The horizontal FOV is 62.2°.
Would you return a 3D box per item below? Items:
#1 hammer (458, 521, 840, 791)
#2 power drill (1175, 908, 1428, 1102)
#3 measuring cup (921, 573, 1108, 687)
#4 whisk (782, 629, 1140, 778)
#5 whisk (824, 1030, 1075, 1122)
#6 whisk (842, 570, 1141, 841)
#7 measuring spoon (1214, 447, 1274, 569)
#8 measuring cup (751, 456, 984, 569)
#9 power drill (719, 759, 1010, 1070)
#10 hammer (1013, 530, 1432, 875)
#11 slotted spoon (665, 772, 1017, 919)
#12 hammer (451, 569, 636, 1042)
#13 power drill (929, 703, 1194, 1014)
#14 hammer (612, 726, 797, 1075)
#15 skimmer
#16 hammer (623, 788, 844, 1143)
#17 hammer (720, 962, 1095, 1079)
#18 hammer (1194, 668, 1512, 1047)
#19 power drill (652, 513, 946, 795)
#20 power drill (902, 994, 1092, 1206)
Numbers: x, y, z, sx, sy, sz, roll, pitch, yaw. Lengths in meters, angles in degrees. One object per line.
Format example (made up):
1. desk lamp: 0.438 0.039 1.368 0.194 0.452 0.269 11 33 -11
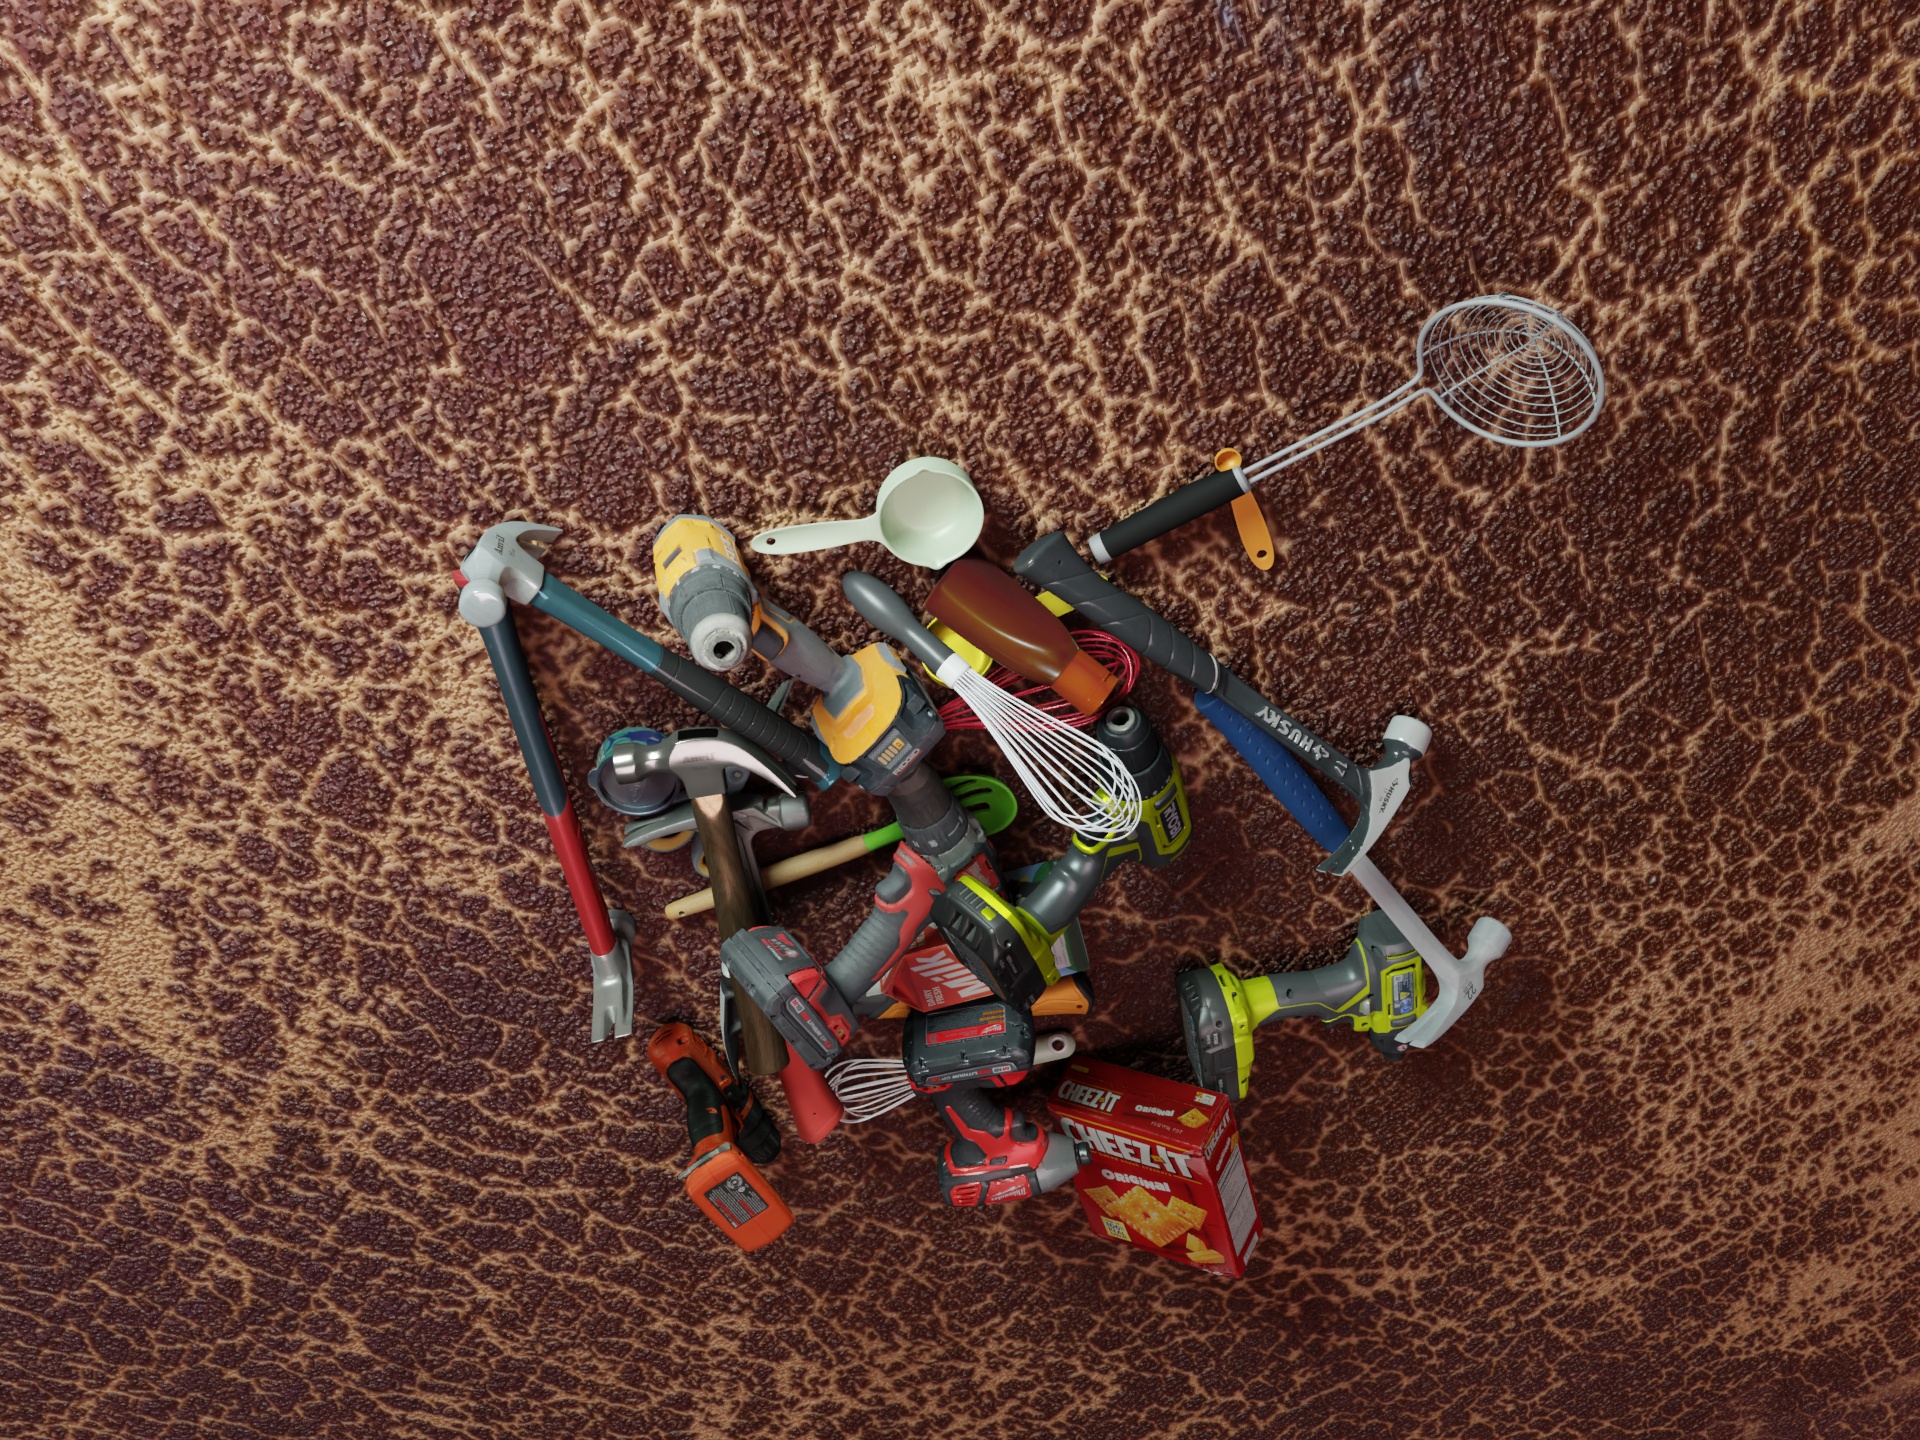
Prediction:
1. hammer: -0.210 -0.036 1.148 0.330 0.128 0.033 34 114 -30
2. power drill: 0.322 0.274 1.476 0.223 0.080 0.171 -14 125 -3
3. measuring cup: 0.042 -0.072 1.216 0.156 0.062 0.029 -25 168 -7
4. whisk: -0.002 -0.004 1.244 0.296 0.073 0.073 -17 126 11
5. whisk: -0.013 0.327 1.483 0.246 0.058 0.059 -12 160 -4
6. whisk: 0.018 -0.014 1.159 0.285 0.070 0.070 41 116 11
7. measuring spoon: 0.215 -0.159 1.197 0.021 0.011 0.116 -19 129 14
8. measuring cup: -0.068 -0.146 1.145 0.167 0.038 0.083 -9 126 0
9. power drill: -0.074 0.144 1.244 0.227 0.080 0.187 -39 135 -13
10. hammer: 0.202 -0.022 1.229 0.408 0.036 0.149 32 79 -26
11. slotted spoon: -0.103 0.109 1.324 0.314 0.031 0.070 -20 125 8
12. hammer: -0.309 0.063 1.202 0.038 0.143 0.386 -12 122 -4
13. power drill: 0.087 0.103 1.244 0.228 0.080 0.190 -45 147 -13
14. hammer: -0.177 0.151 1.268 0.130 0.031 0.331 -9 120 -2
15. skimmer: 0.256 -0.181 1.111 0.363 0.090 0.127 -25 126 19
16. hammer: -0.169 0.220 1.346 0.149 0.037 0.358 -11 120 -1
17. hammer: -0.046 0.260 1.433 0.337 0.034 0.127 -1 124 -8
18. hammer: 0.325 0.115 1.343 0.405 0.035 0.144 47 70 -23
19. power drill: -0.116 -0.040 1.115 0.226 0.186 0.084 39 100 -28
20. power drill: 0.033 0.347 1.426 0.143 0.079 0.219 -10 124 7
